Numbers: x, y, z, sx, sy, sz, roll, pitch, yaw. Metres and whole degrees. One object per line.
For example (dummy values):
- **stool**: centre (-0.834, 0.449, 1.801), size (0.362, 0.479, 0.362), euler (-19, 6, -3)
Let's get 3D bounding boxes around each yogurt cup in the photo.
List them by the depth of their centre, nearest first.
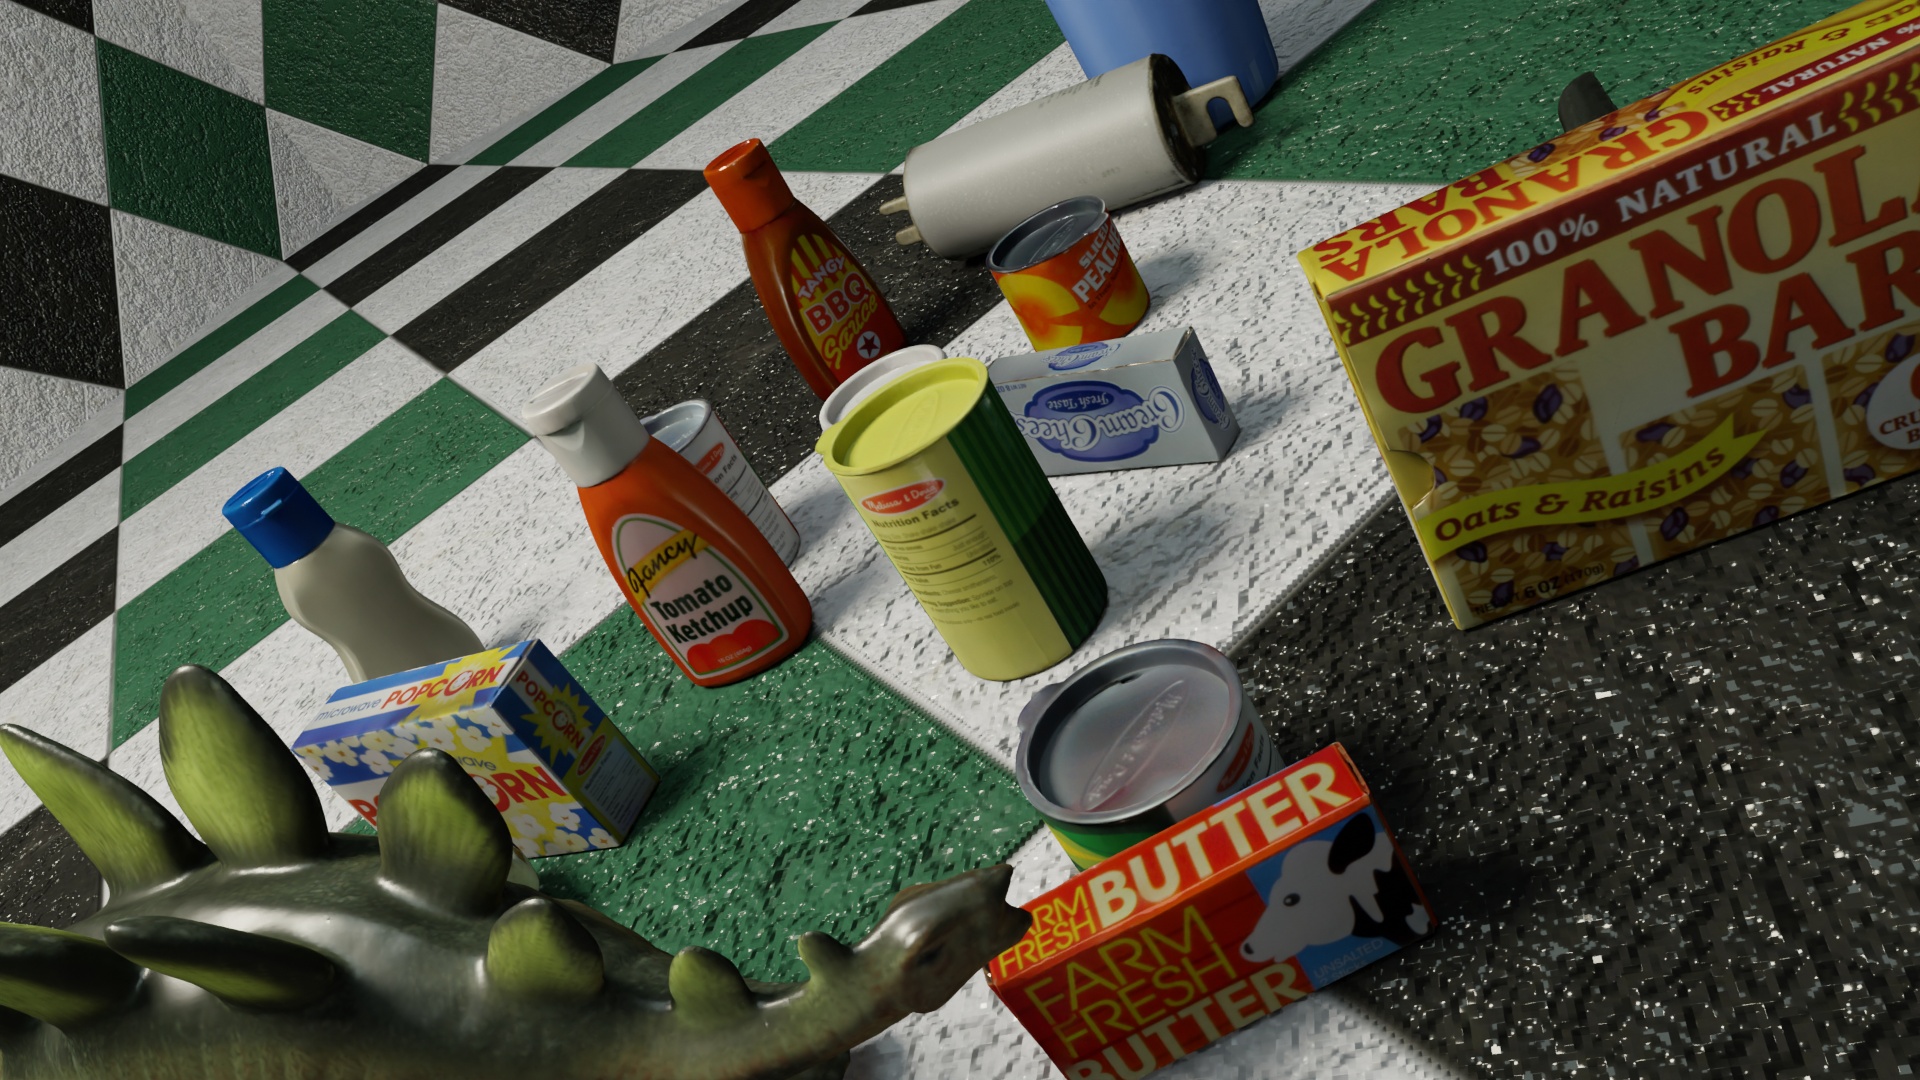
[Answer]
- **yogurt cup**: centre (-0.025, -0.053, 0.662), size (0.072, 0.053, 0.073), euler (-24, 30, 15)

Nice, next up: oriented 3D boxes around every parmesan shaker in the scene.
- **parmesan shaker**: centre (0.002, -0.006, 0.513), size (0.071, 0.102, 0.072), euler (-24, 30, 15)

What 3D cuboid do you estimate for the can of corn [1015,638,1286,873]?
- **can of corn**: centre (0.056, 0.070, 0.388), size (0.071, 0.058, 0.071), euler (-24, 30, 15)

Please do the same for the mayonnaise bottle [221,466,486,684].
- **mayonnaise bottle**: centre (-0.311, 0.029, 0.712), size (0.065, 0.147, 0.041), euler (-45, 31, -22)

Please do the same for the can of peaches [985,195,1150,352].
- **can of peaches**: centre (0.057, -0.132, 0.702), size (0.071, 0.058, 0.071), euler (-24, 30, 15)

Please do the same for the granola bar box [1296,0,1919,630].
- **granola bar box**: centre (0.195, -0.056, 0.383), size (0.165, 0.123, 0.039), euler (-23, 30, 16)

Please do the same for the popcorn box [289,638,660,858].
- **popcorn box**: centre (-0.201, 0.092, 0.574), size (0.126, 0.085, 0.038), euler (-14, 33, 30)

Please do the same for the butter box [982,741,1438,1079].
- **butter box**: centre (0.061, 0.097, 0.347), size (0.103, 0.053, 0.024), euler (-29, 29, 6)

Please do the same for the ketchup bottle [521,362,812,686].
- **ketchup bottle**: centre (-0.126, -0.006, 0.588), size (0.064, 0.148, 0.044), euler (-24, 29, 15)

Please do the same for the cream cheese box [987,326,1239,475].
- **cream cheese box**: centre (0.061, -0.056, 0.585), size (0.103, 0.053, 0.024), euler (-4, 39, 41)

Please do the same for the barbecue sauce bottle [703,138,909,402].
- **barbecue sauce bottle**: centre (-0.089, -0.152, 0.779), size (0.065, 0.148, 0.043), euler (-45, 31, -22)

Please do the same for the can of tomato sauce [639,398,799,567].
- **can of tomato sauce**: centre (-0.128, -0.016, 0.673), size (0.071, 0.083, 0.071), euler (-24, 30, 15)
